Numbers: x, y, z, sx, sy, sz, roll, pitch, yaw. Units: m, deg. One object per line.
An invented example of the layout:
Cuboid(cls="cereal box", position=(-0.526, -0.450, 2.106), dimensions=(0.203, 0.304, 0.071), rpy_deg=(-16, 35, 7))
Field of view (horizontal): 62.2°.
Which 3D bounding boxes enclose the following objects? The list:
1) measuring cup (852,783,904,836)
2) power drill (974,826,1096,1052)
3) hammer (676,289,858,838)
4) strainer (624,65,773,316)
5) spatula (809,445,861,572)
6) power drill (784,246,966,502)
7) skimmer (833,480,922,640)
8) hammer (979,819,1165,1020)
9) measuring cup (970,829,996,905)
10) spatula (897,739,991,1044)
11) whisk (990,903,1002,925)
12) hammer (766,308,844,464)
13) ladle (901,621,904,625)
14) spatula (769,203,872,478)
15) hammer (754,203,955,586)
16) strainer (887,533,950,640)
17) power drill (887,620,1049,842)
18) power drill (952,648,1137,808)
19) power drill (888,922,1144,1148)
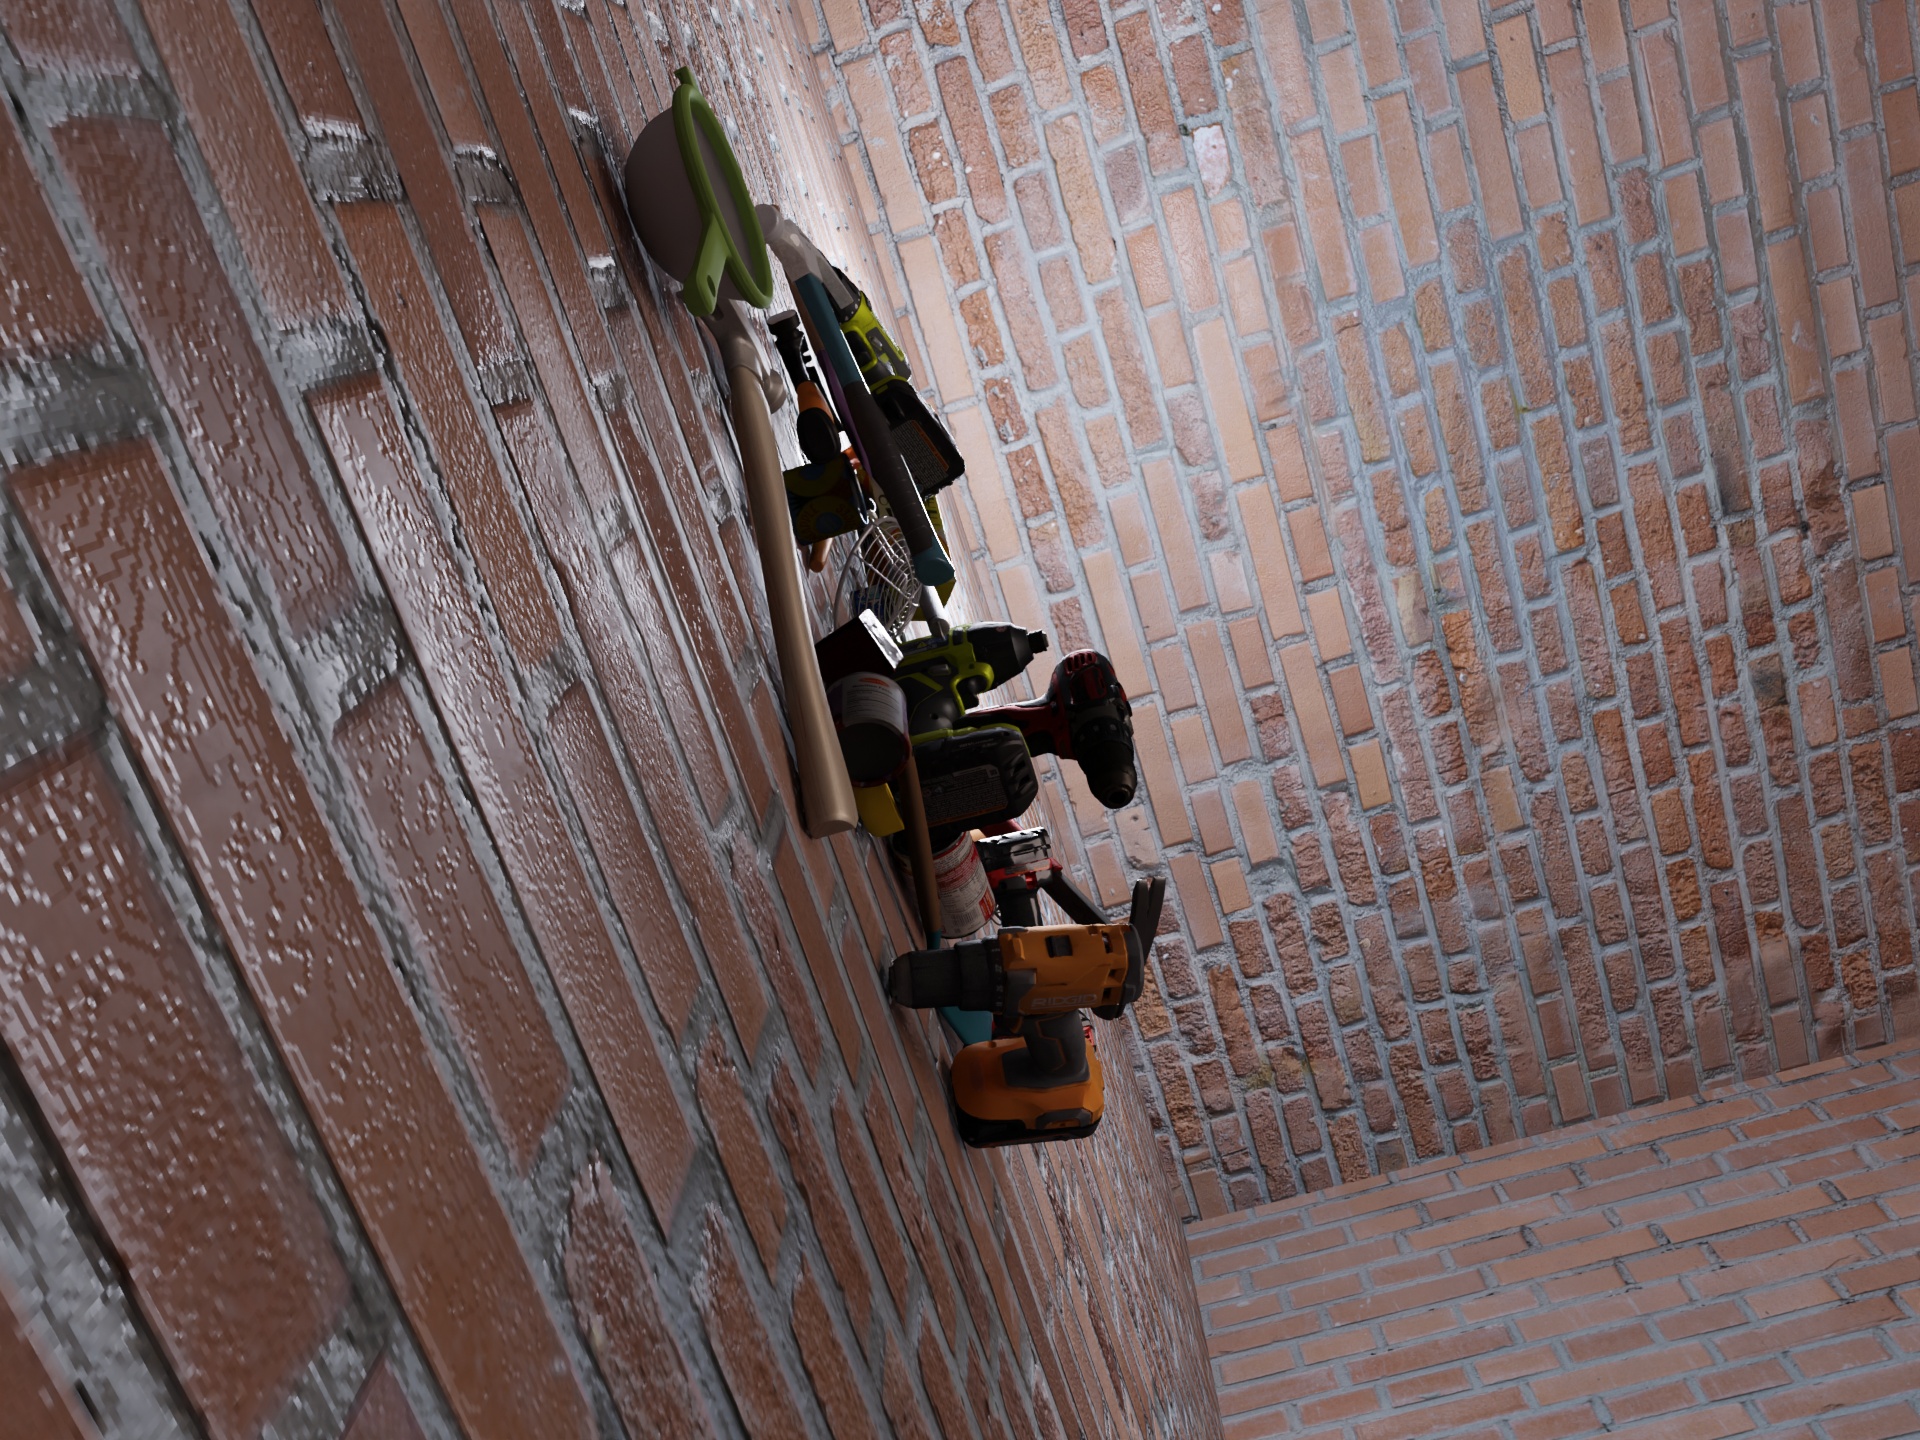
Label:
Cuboid(cls="measuring cup", position=(-0.084, 0.026, 1.254), dimensions=(0.062, 0.029, 0.157), rpy_deg=(69, -5, -56))
Cuboid(cls="power drill", position=(0.045, 0.218, 1.455), dimensions=(0.143, 0.078, 0.220), rpy_deg=(-24, -103, 56))
Cuboid(cls="hammer", position=(-0.130, -0.115, 1.115), dimensions=(0.146, 0.038, 0.411), rpy_deg=(57, 17, -65))
Cuboid(cls="strainer", position=(-0.181, -0.310, 1.027), dimensions=(0.257, 0.069, 0.151), rpy_deg=(-94, 165, -54))
Cuboid(cls="spatula", position=(-0.111, -0.204, 1.484), dimensions=(0.041, 0.081, 0.323), rpy_deg=(44, 22, -21))
Cuboid(cls="power drill", position=(-0.088, -0.328, 1.496), dimensions=(0.190, 0.080, 0.229), rpy_deg=(48, 15, -53))
Cuboid(cls="skimmer", position=(-0.103, -0.171, 1.506), dimensions=(0.364, 0.090, 0.127), rpy_deg=(-118, -147, -61))
Cuboid(cls="hammer", position=(0.064, 0.119, 1.509), dimensions=(0.359, 0.036, 0.149), rpy_deg=(44, -50, 46))
Cuboid(cls="measuring cup", position=(0.020, 0.153, 1.706), dimensions=(0.173, 0.052, 0.095), rpy_deg=(46, 28, -73))
Cuboid(cls="spatula", position=(-0.015, 0.146, 1.297), dimensions=(0.082, 0.044, 0.317), rpy_deg=(-83, 167, -58))
Cuboid(cls="whisk", position=(0.002, 0.150, 1.578), dimensions=(0.238, 0.055, 0.055), rpy_deg=(55, 19, -58))
Cuboid(cls="hammer", position=(-0.128, -0.270, 1.382), dimensions=(0.337, 0.034, 0.127), rpy_deg=(-110, 179, -66))
Cuboid(cls="ladle", position=(-0.056, -0.106, 1.691), dimensions=(0.320, 0.062, 0.078), rpy_deg=(-94, 166, -54))
Cuboid(cls="spatula", position=(-0.127, -0.341, 1.408), dimensions=(0.059, 0.018, 0.316), rpy_deg=(54, 14, -63))
Cuboid(cls="hammer", position=(-0.083, -0.264, 1.319), dimensions=(0.331, 0.033, 0.128), rpy_deg=(66, 14, 8))
Cuboid(cls="strainer", position=(-0.037, -0.126, 1.492), dimensions=(0.259, 0.050, 0.086), rpy_deg=(-111, -174, -65))
Cuboid(cls="power drill", position=(-0.002, -0.004, 1.371), dimensions=(0.223, 0.171, 0.080), rpy_deg=(-92, 166, -54))
Cuboid(cls="power drill", position=(0.048, 0.032, 1.428), dimensions=(0.188, 0.226, 0.080), rpy_deg=(-99, 171, -52))
Cuboid(cls="power drill", position=(0.035, 0.239, 1.217), dimensions=(0.226, 0.185, 0.084), rpy_deg=(95, -11, -46))
